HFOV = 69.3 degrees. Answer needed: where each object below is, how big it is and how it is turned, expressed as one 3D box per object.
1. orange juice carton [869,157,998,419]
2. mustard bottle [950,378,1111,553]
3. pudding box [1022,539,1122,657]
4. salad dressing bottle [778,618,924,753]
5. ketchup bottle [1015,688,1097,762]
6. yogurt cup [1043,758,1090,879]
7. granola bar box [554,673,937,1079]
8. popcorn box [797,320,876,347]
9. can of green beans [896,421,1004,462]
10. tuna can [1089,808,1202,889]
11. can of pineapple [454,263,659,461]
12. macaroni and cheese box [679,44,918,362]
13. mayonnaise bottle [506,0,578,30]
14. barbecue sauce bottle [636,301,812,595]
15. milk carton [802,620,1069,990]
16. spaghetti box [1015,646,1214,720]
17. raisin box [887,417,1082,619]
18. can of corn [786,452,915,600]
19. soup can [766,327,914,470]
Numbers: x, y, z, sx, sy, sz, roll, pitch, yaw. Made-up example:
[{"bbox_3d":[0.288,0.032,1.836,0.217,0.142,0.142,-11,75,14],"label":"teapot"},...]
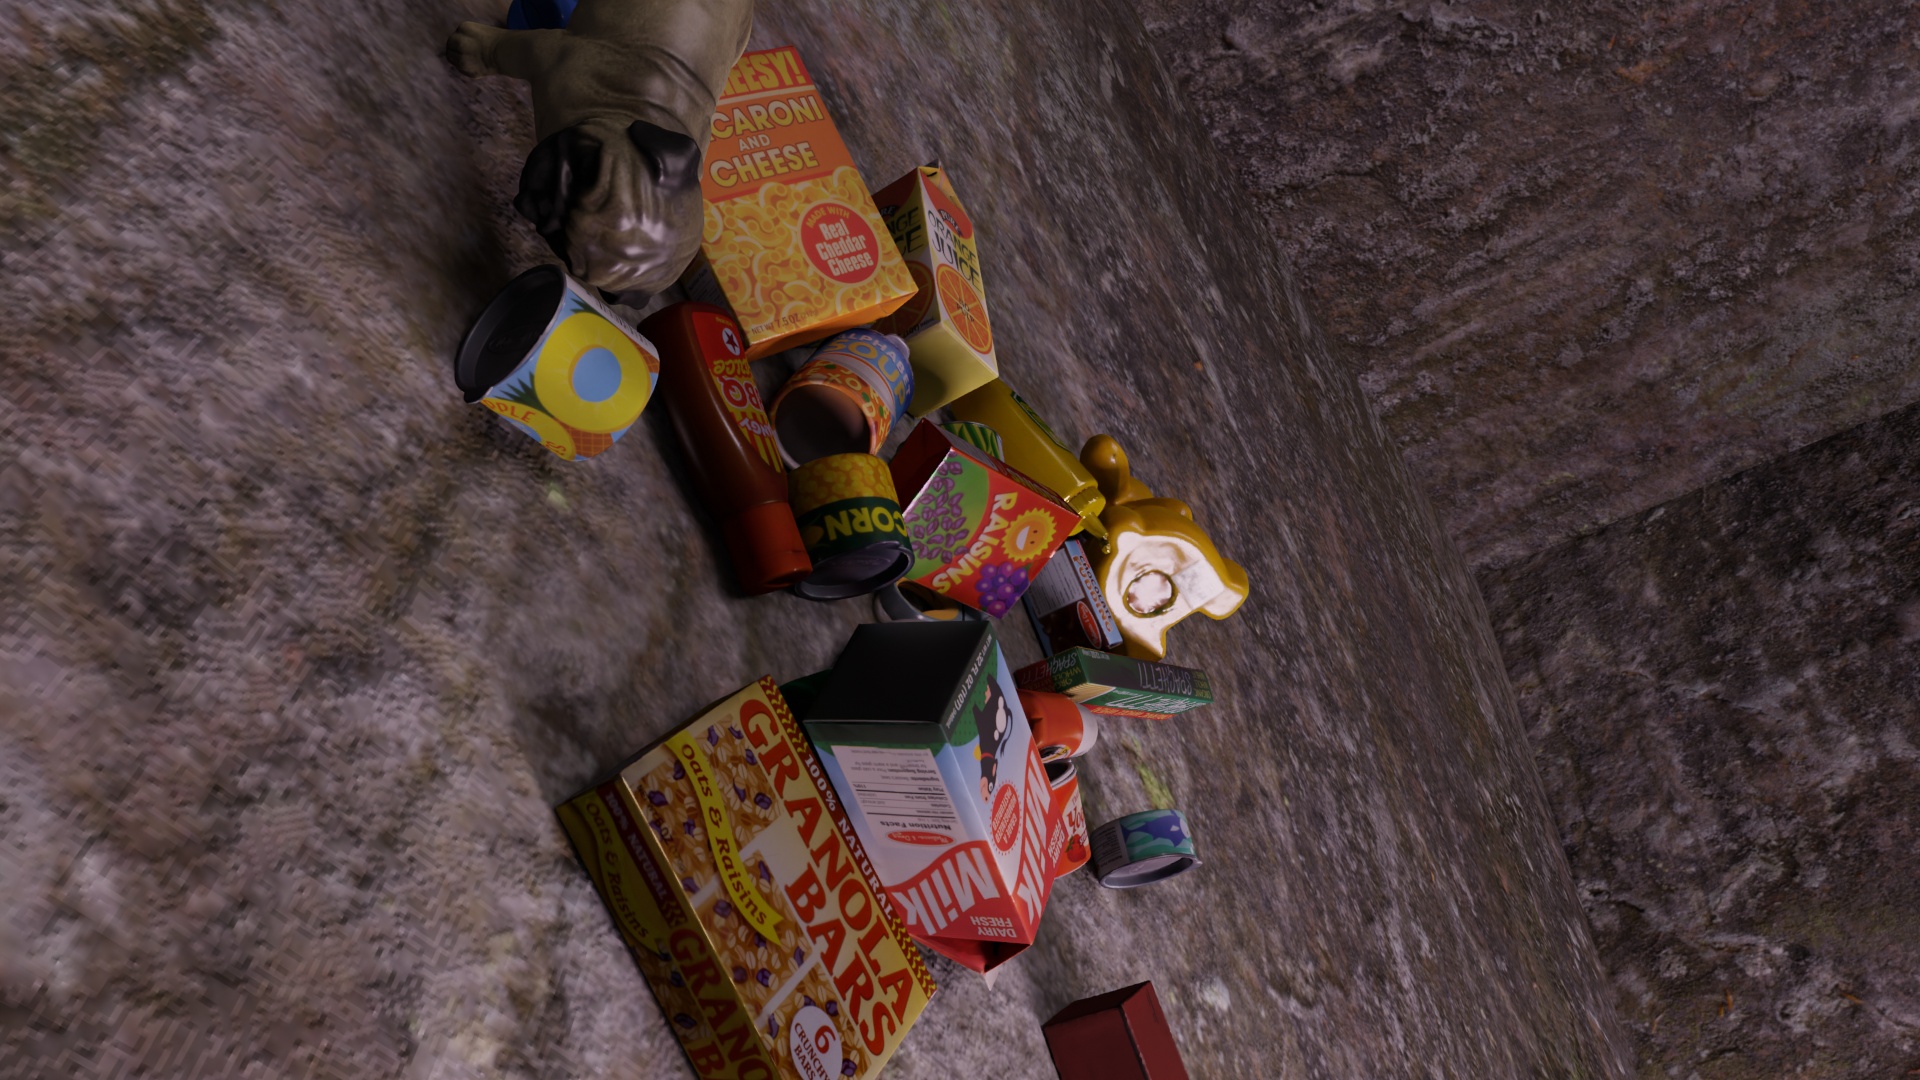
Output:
[{"bbox_3d":[-0.033,-0.190,0.985,0.073,0.071,0.193,37,36,-47],"label":"orange juice carton"},{"bbox_3d":[0.059,-0.051,1.003,0.160,0.048,0.065,49,10,19],"label":"mustard bottle"},{"bbox_3d":[0.076,0.047,0.996,0.030,0.049,0.084,-4,69,-63],"label":"pudding box"},{"bbox_3d":[-0.047,0.078,0.730,0.148,0.044,0.064,-11,82,-64],"label":"salad dressing bottle"},{"bbox_3d":[0.047,0.116,0.861,0.149,0.064,0.043,19,58,-67],"label":"ketchup bottle"},{"bbox_3d":[0.041,0.164,0.798,0.072,0.072,0.054,-21,94,-66],"label":"yogurt cup"},{"bbox_3d":[-0.084,0.154,0.585,0.165,0.039,0.124,62,24,-2],"label":"granola bar box"},{"bbox_3d":[-0.110,-0.183,0.866,0.126,0.038,0.085,65,25,2],"label":"popcorn box"},{"bbox_3d":[-0.001,-0.035,0.903,0.071,0.071,0.058,35,38,-48],"label":"can of green beans"},{"bbox_3d":[0.122,0.202,0.911,0.071,0.071,0.033,30,40,-52],"label":"tuna can"},{"bbox_3d":[-0.174,-0.074,0.600,0.057,0.071,0.071,41,33,-42],"label":"can of pineapple"},{"bbox_3d":[-0.114,-0.195,0.796,0.124,0.040,0.166,-26,88,-36],"label":"macaroni and cheese box"},{"bbox_3d":[-0.195,-0.282,0.790,0.065,0.041,0.148,63,24,1],"label":"mayonnaise bottle"},{"bbox_3d":[-0.117,-0.046,0.709,0.148,0.043,0.065,69,17,10],"label":"barbecue sauce bottle"},{"bbox_3d":[-0.001,0.134,0.683,0.073,0.073,0.189,-61,140,-48],"label":"milk carton"},{"bbox_3d":[0.122,0.108,1.027,0.250,0.050,0.029,17,54,-59],"label":"spaghetti box"},{"bbox_3d":[0.003,-0.011,0.838,0.123,0.086,0.040,26,15,-43],"label":"raisin box"},{"bbox_3d":[-0.062,-0.008,0.750,0.071,0.071,0.058,21,47,-57],"label":"can of corn"},{"bbox_3d":[-0.067,-0.081,0.811,0.071,0.071,0.084,56,25,-16],"label":"soup can"}]
